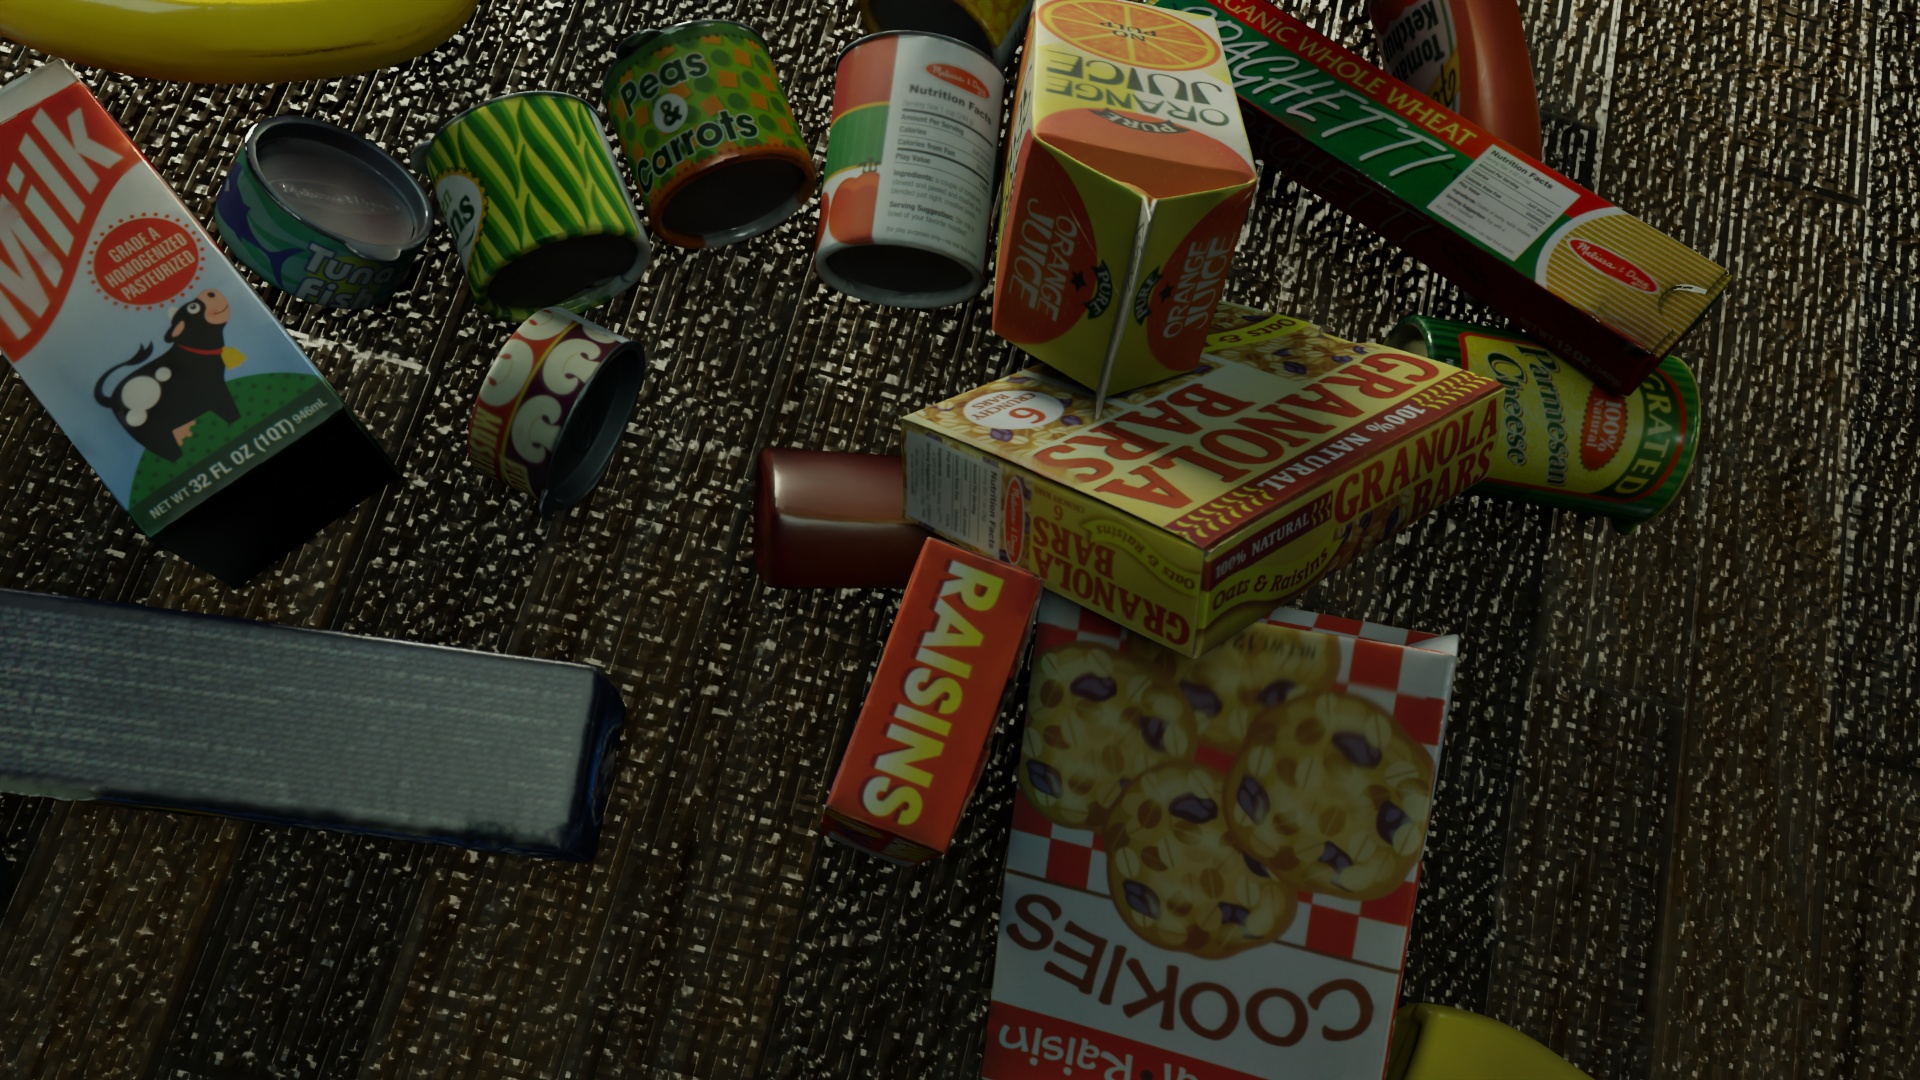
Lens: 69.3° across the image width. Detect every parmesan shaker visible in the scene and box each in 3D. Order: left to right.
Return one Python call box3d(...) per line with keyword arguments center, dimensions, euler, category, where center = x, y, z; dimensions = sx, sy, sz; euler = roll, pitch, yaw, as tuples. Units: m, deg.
box3d(center=(0.215, -0.044, 0.533), dimensions=(0.103, 0.071, 0.071), euler=(8, 74, -4), category="parmesan shaker")

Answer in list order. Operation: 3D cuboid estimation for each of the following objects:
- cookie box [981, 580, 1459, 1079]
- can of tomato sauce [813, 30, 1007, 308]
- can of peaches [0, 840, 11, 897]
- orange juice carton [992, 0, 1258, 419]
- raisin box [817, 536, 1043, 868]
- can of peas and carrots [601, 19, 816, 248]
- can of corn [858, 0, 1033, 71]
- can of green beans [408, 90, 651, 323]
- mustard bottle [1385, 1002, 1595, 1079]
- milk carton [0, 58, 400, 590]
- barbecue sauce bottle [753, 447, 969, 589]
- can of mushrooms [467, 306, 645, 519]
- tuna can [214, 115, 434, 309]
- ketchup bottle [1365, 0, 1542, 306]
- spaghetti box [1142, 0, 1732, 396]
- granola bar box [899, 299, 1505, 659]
box3d(center=(0.078, 0.102, 0.436), dimensions=(0.123, 0.040, 0.167), euler=(10, 99, 20), category="cookie box")
box3d(center=(-0.020, -0.138, 0.529), dimensions=(0.071, 0.071, 0.083), euler=(7, 78, -5), category="can of tomato sauce")
box3d(center=(-0.342, 0.097, 0.426), dimensions=(0.058, 0.071, 0.071), euler=(-23, 79, -12), category="can of peaches")
box3d(center=(0.053, -0.123, 0.482), dimensions=(0.073, 0.071, 0.194), euler=(10, 39, -4), category="orange juice carton")
box3d(center=(-0.013, 0.058, 0.446), dimensions=(0.040, 0.123, 0.086), euler=(21, 73, -1), category="raisin box")
box3d(center=(-0.095, -0.152, 0.521), dimensions=(0.071, 0.070, 0.059), euler=(-20, 79, -12), category="can of peas and carrots")
box3d(center=(-0.002, -0.224, 0.555), dimensions=(0.071, 0.071, 0.058), euler=(28, 74, 1), category="can of corn")
box3d(center=(-0.154, -0.120, 0.508), dimensions=(0.071, 0.071, 0.058), euler=(-21, 79, -12), category="can of green beans")
box3d(center=(0.213, 0.219, 0.468), dimensions=(0.160, 0.048, 0.065), euler=(31, 74, 1), category="mustard bottle")
box3d(center=(-0.287, -0.082, 0.477), dimensions=(0.072, 0.073, 0.191), euler=(-39, 82, -15), category="milk carton")
box3d(center=(0.002, -0.006, 0.501), dimensions=(0.149, 0.065, 0.043), euler=(2, 115, -14), category="barbecue sauce bottle")
box3d(center=(-0.142, -0.045, 0.488), dimensions=(0.033, 0.071, 0.071), euler=(26, 73, 1), category="can of mushrooms")
box3d(center=(-0.226, -0.115, 0.496), dimensions=(0.071, 0.032, 0.071), euler=(31, 33, -23), category="tuna can")
box3d(center=(0.210, -0.173, 0.572), dimensions=(0.043, 0.064, 0.149), euler=(-11, 84, -14), category="ketchup bottle")
box3d(center=(0.169, -0.147, 0.538), dimensions=(0.050, 0.028, 0.250), euler=(-42, 66, -15), category="spaghetti box")
box3d(center=(0.082, -0.031, 0.461), dimensions=(0.166, 0.038, 0.124), euler=(-25, 37, -37), category="granola bar box")
